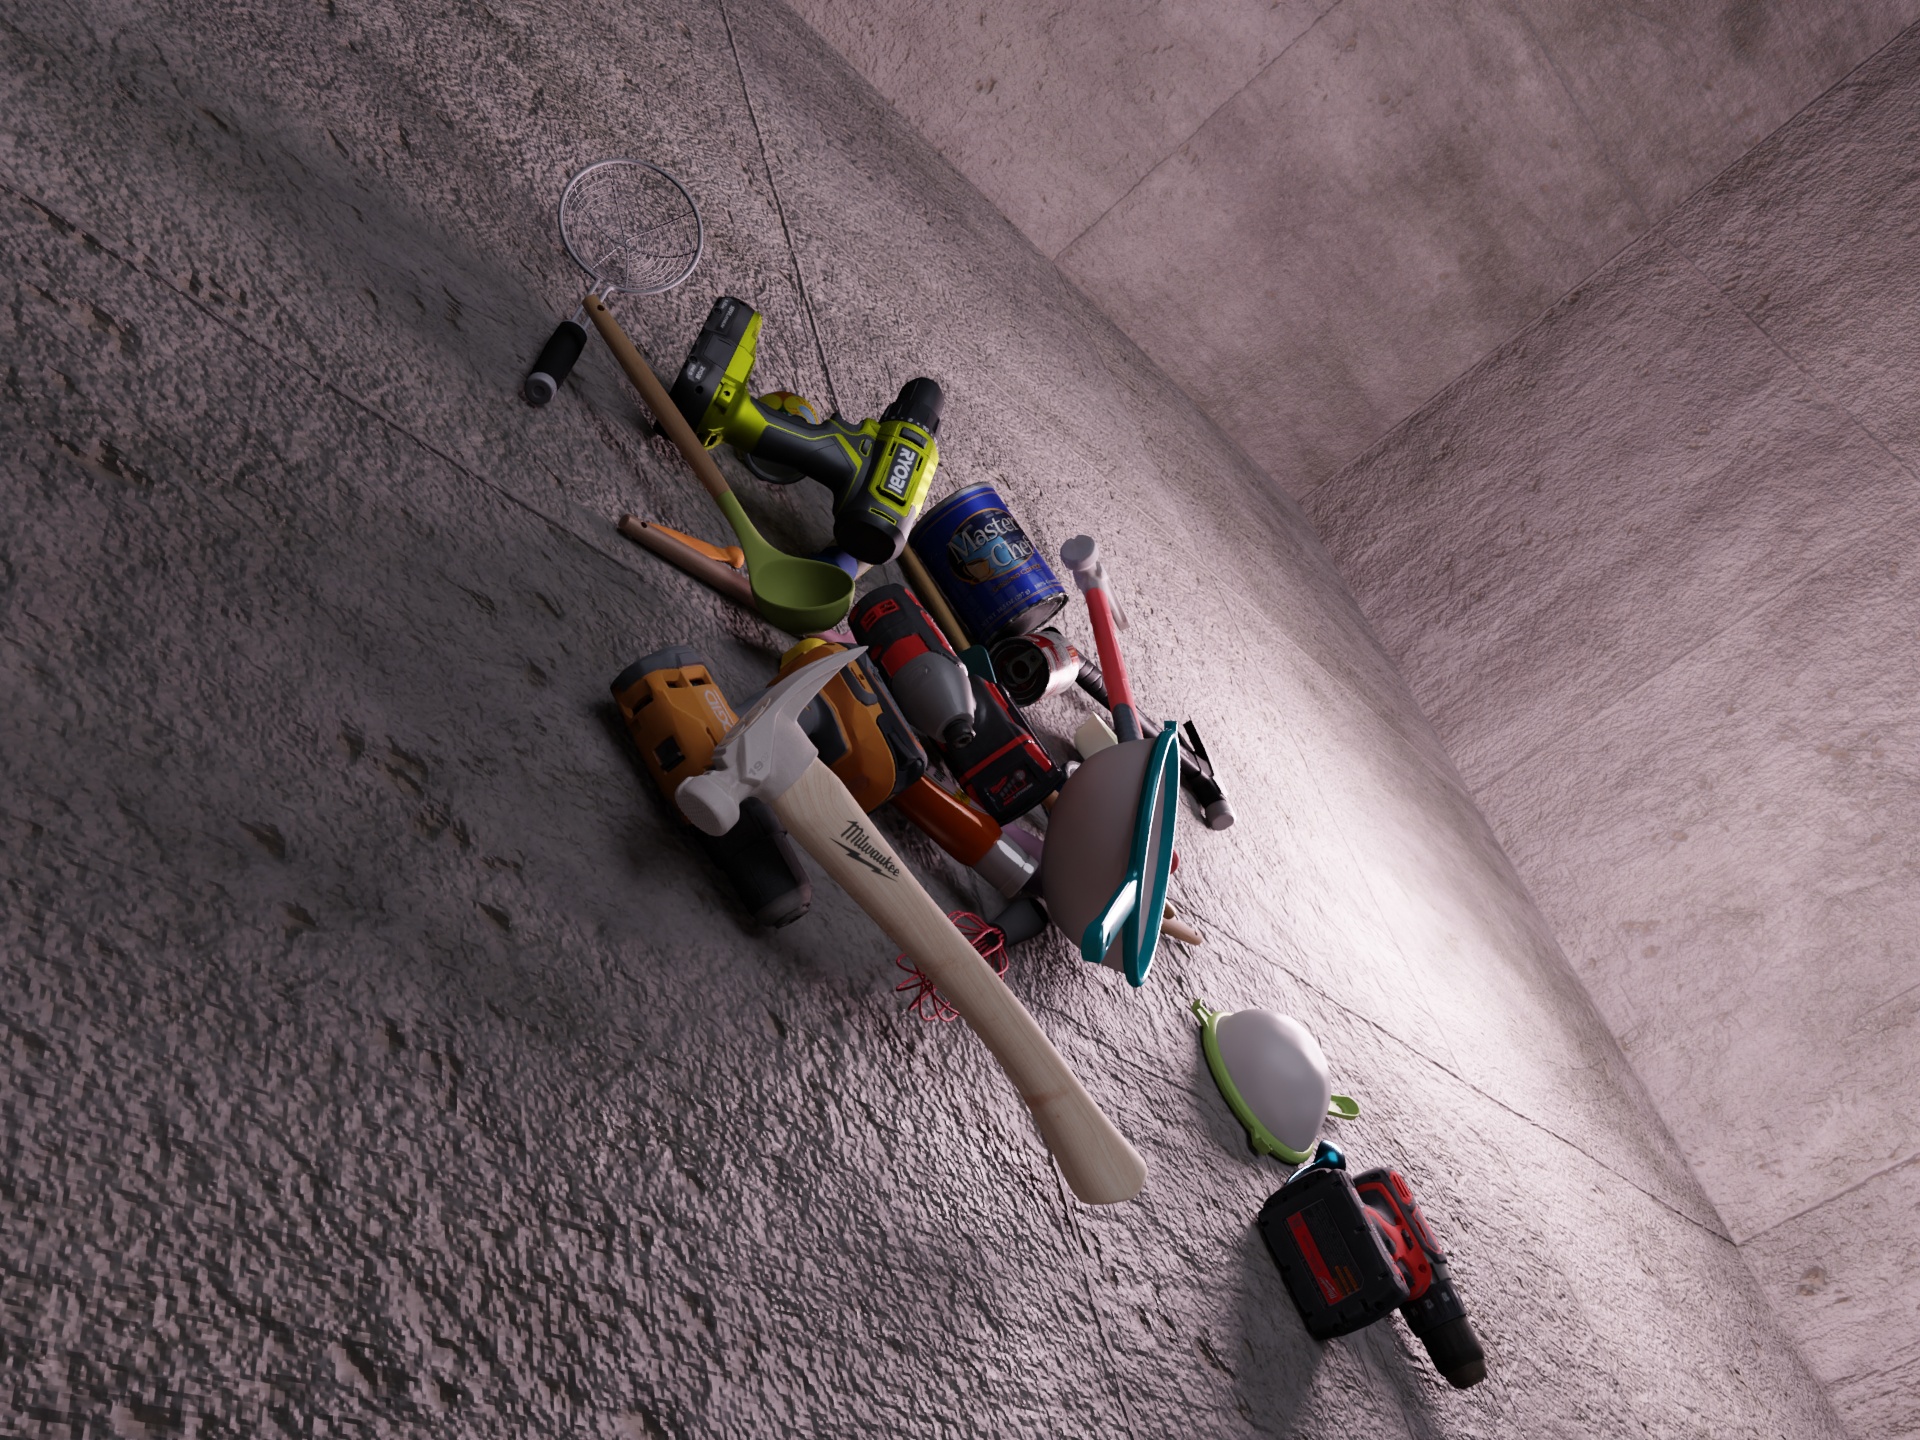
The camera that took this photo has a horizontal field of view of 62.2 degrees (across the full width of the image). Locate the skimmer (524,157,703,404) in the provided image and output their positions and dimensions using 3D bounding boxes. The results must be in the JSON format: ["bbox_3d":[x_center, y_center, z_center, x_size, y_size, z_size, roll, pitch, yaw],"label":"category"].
[{"bbox_3d":[-0.291,-0.361,1.292,0.127,0.090,0.364,26,30,-16],"label":"skimmer"}]

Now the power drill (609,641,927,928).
[{"bbox_3d":[-0.111,0.035,1.048,0.185,0.084,0.226,59,26,10],"label":"power drill"}]

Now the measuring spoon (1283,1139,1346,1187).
[{"bbox_3d":[0.308,0.394,1.372,0.128,0.021,0.042,-1,88,-59],"label":"measuring spoon"}]

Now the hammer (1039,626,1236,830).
[{"bbox_3d":[0.190,-0.007,1.750,0.334,0.035,0.146,38,25,-39],"label":"hammer"}]

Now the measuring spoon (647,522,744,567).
[{"bbox_3d":[-0.204,-0.137,1.221,0.116,0.011,0.021,12,44,-58],"label":"measuring spoon"}]

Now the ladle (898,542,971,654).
[{"bbox_3d":[0.001,-0.070,1.506,0.069,0.031,0.316,17,38,-59],"label":"ladle"}]

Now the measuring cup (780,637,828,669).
[{"bbox_3d":[-0.093,0.001,1.199,0.062,0.029,0.157,26,34,-48],"label":"measuring cup"}]

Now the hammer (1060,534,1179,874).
[{"bbox_3d":[0.162,-0.003,1.541,0.143,0.038,0.387,58,18,-47],"label":"hammer"}]

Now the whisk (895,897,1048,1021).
[{"bbox_3d":[0.018,0.160,1.140,0.073,0.073,0.296,55,15,8],"label":"whisk"}]

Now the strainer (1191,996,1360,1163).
[{"bbox_3d":[0.320,0.328,1.453,0.256,0.069,0.152,26,33,-45],"label":"strainer"}]

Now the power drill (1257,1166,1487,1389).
[{"bbox_3d":[0.349,0.457,1.305,0.226,0.080,0.188,26,33,-53],"label":"power drill"}]

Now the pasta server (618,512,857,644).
[{"bbox_3d":[-0.135,-0.089,1.248,0.316,0.040,0.060,30,41,-41],"label":"pasta server"}]

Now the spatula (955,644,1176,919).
[{"bbox_3d":[0.089,0.066,1.410,0.317,0.082,0.044,45,42,-18],"label":"spatula"}]

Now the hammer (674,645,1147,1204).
[{"bbox_3d":[0.000,0.146,0.991,0.146,0.038,0.410,-48,112,-28],"label":"hammer"}]

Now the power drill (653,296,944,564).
[{"bbox_3d":[-0.123,-0.255,1.336,0.228,0.080,0.191,27,55,-14],"label":"power drill"}]

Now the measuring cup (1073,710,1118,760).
[{"bbox_3d":[0.147,0.029,1.643,0.083,0.038,0.167,50,5,-4],"label":"measuring cup"}]

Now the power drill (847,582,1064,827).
[{"bbox_3d":[-0.002,-0.004,1.233,0.143,0.078,0.219,57,5,32],"label":"power drill"}]

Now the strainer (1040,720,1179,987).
[{"bbox_3d":[0.100,0.118,1.237,0.340,0.095,0.211,-34,130,-71],"label":"strainer"}]

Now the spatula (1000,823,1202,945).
[{"bbox_3d":[0.126,0.155,1.410,0.315,0.018,0.060,29,42,-44],"label":"spatula"}]

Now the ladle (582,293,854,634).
[{"bbox_3d":[-0.189,-0.198,1.202,0.078,0.062,0.320,-31,85,-42],"label":"ladle"}]
